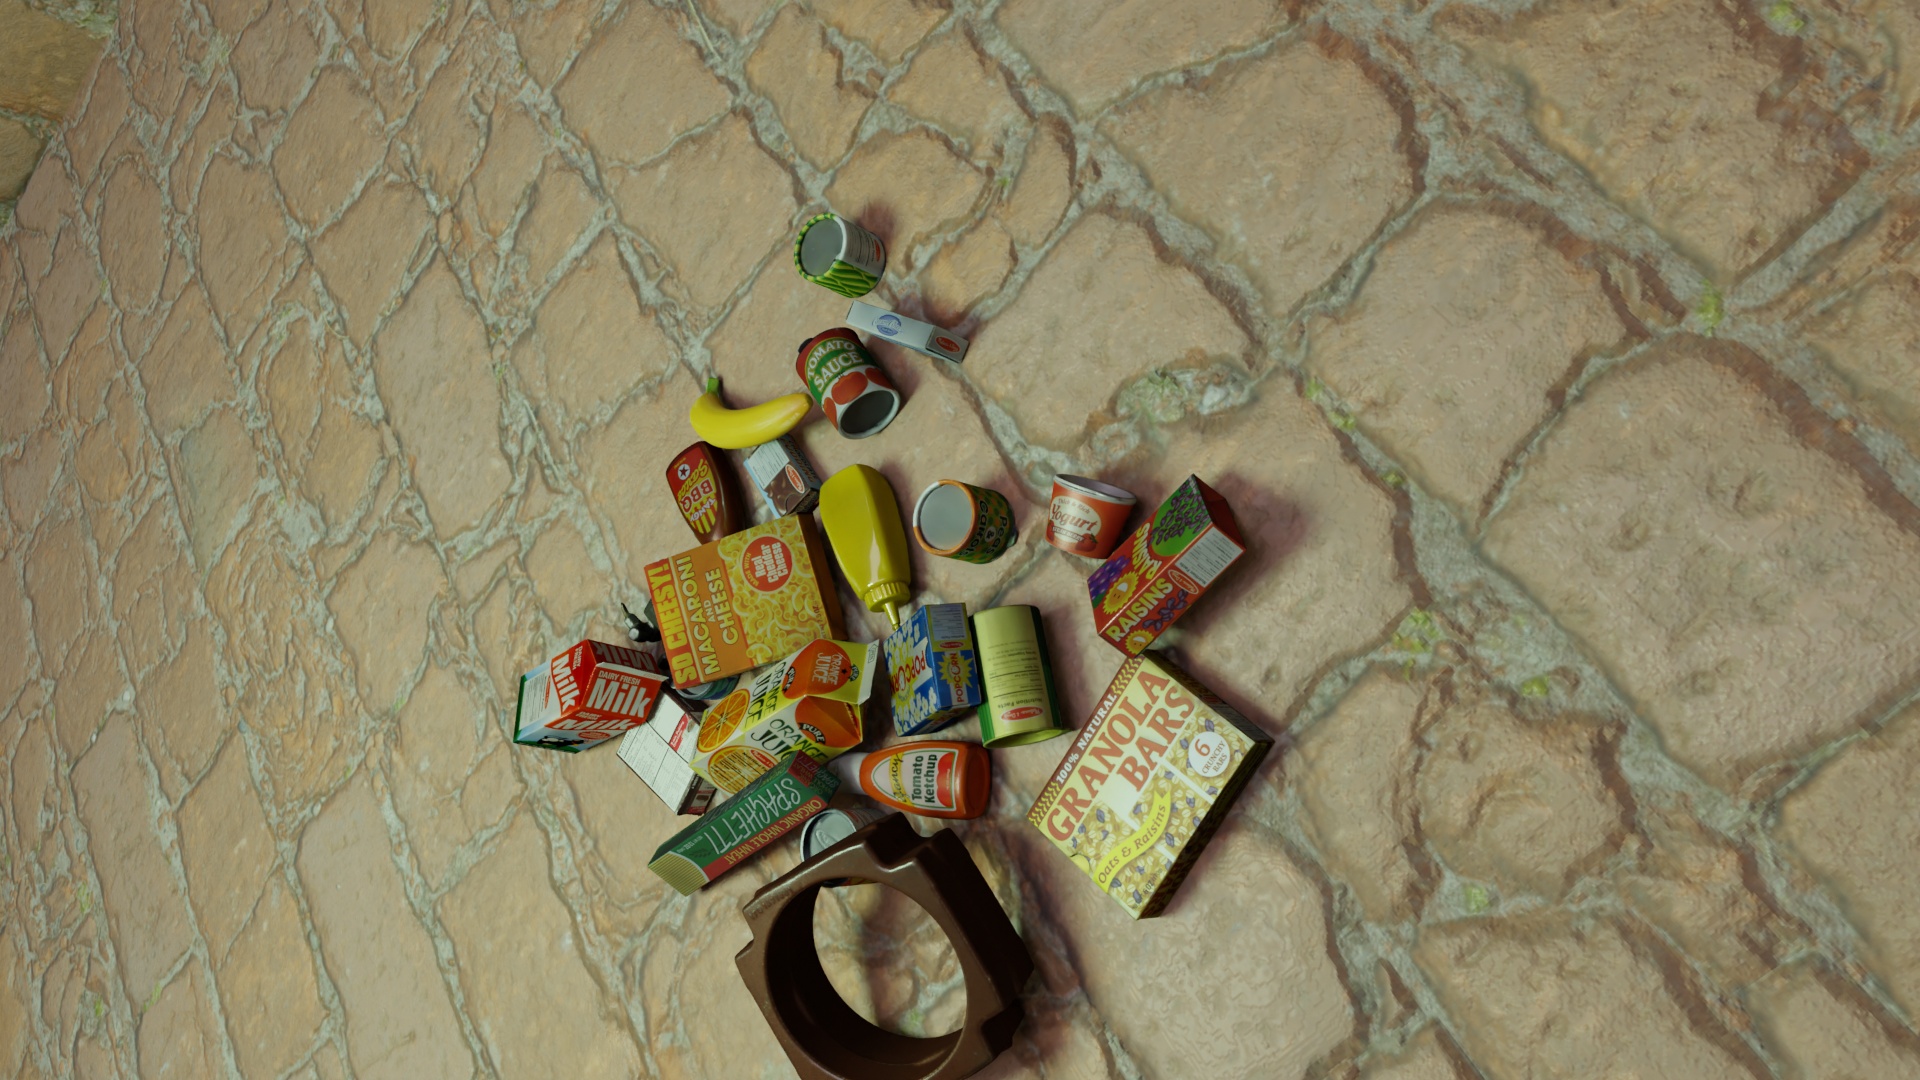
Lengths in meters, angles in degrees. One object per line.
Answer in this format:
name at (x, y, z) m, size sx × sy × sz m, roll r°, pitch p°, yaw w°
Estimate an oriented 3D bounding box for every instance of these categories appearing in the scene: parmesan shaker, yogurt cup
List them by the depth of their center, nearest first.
yogurt cup at (0.100, -0.018, 1.103) m, size 0.072 × 0.072 × 0.053 m, roll 24°, pitch 104°, yaw 36°
parmesan shaker at (0.045, 0.109, 1.119) m, size 0.071 × 0.071 × 0.103 m, roll -22°, pitch 69°, yaw 31°

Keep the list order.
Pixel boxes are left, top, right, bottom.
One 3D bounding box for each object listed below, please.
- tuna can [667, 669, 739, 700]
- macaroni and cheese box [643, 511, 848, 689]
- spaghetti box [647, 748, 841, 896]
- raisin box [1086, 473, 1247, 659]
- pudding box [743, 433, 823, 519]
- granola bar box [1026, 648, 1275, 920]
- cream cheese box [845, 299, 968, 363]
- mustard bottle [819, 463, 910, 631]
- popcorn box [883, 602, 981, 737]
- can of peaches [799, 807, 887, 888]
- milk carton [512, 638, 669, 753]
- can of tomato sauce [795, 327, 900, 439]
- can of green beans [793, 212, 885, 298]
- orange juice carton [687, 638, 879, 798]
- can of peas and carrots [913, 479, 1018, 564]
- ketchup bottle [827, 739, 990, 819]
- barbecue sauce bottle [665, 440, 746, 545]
tuna can at (-0.248, 0.122, 1.345) m, size 0.071 × 0.033 × 0.071 m, roll -7°, pitch 77°, yaw 35°
macaroni and cheese box at (-0.198, 0.057, 1.281) m, size 0.166 × 0.040 × 0.124 m, roll -18°, pitch 83°, yaw 18°
spaghetti box at (-0.197, 0.255, 1.240) m, size 0.249 × 0.050 × 0.029 m, roll -38°, pitch 17°, yaw 39°
raisin box at (0.153, 0.020, 1.047) m, size 0.123 × 0.040 × 0.086 m, roll -47°, pitch 20°, yaw 20°
pudding box at (-0.167, -0.059, 1.322) m, size 0.049 × 0.030 × 0.084 m, roll -46°, pitch 59°, yaw 19°
granola bar box at (0.140, 0.182, 1.051) m, size 0.124 × 0.039 × 0.165 m, roll 39°, pitch 104°, yaw 34°
cream cheese box at (-0.048, -0.187, 1.245) m, size 0.104 × 0.053 × 0.024 m, roll 23°, pitch 94°, yaw 36°
mustard bottle at (-0.078, 0.012, 1.233) m, size 0.065 × 0.049 × 0.160 m, roll -31°, pitch 66°, yaw 28°
popcorn box at (-0.026, 0.108, 1.146) m, size 0.126 × 0.038 × 0.085 m, roll 134°, pitch 130°, yaw -64°
can of peaches at (-0.096, 0.265, 1.194) m, size 0.071 × 0.058 × 0.071 m, roll -6°, pitch 79°, yaw 34°
milk carton at (-0.365, 0.151, 1.368) m, size 0.190 × 0.072 × 0.074 m, roll -27°, pitch 55°, yaw 44°
can of tomato sauce at (-0.103, -0.144, 1.267) m, size 0.071 × 0.071 × 0.083 m, roll -47°, pitch 59°, yaw 20°
can of green beans at (-0.114, -0.267, 1.304) m, size 0.071 × 0.058 × 0.071 m, roll -7°, pitch 78°, yaw 35°
orange juice carton at (-0.144, 0.154, 1.224) m, size 0.192 × 0.073 × 0.072 m, roll -33°, pitch 29°, yaw 27°
can of peas and carrots at (0.004, -0.015, 1.173) m, size 0.071 × 0.059 × 0.071 m, roll -7°, pitch 78°, yaw 35°
ketchup bottle at (-0.046, 0.200, 1.179) m, size 0.148 × 0.043 × 0.065 m, roll -3°, pitch 79°, yaw 36°
barbecue sauce bottle at (-0.238, -0.023, 1.358) m, size 0.064 × 0.043 × 0.149 m, roll -38°, pitch 62°, yaw 23°
